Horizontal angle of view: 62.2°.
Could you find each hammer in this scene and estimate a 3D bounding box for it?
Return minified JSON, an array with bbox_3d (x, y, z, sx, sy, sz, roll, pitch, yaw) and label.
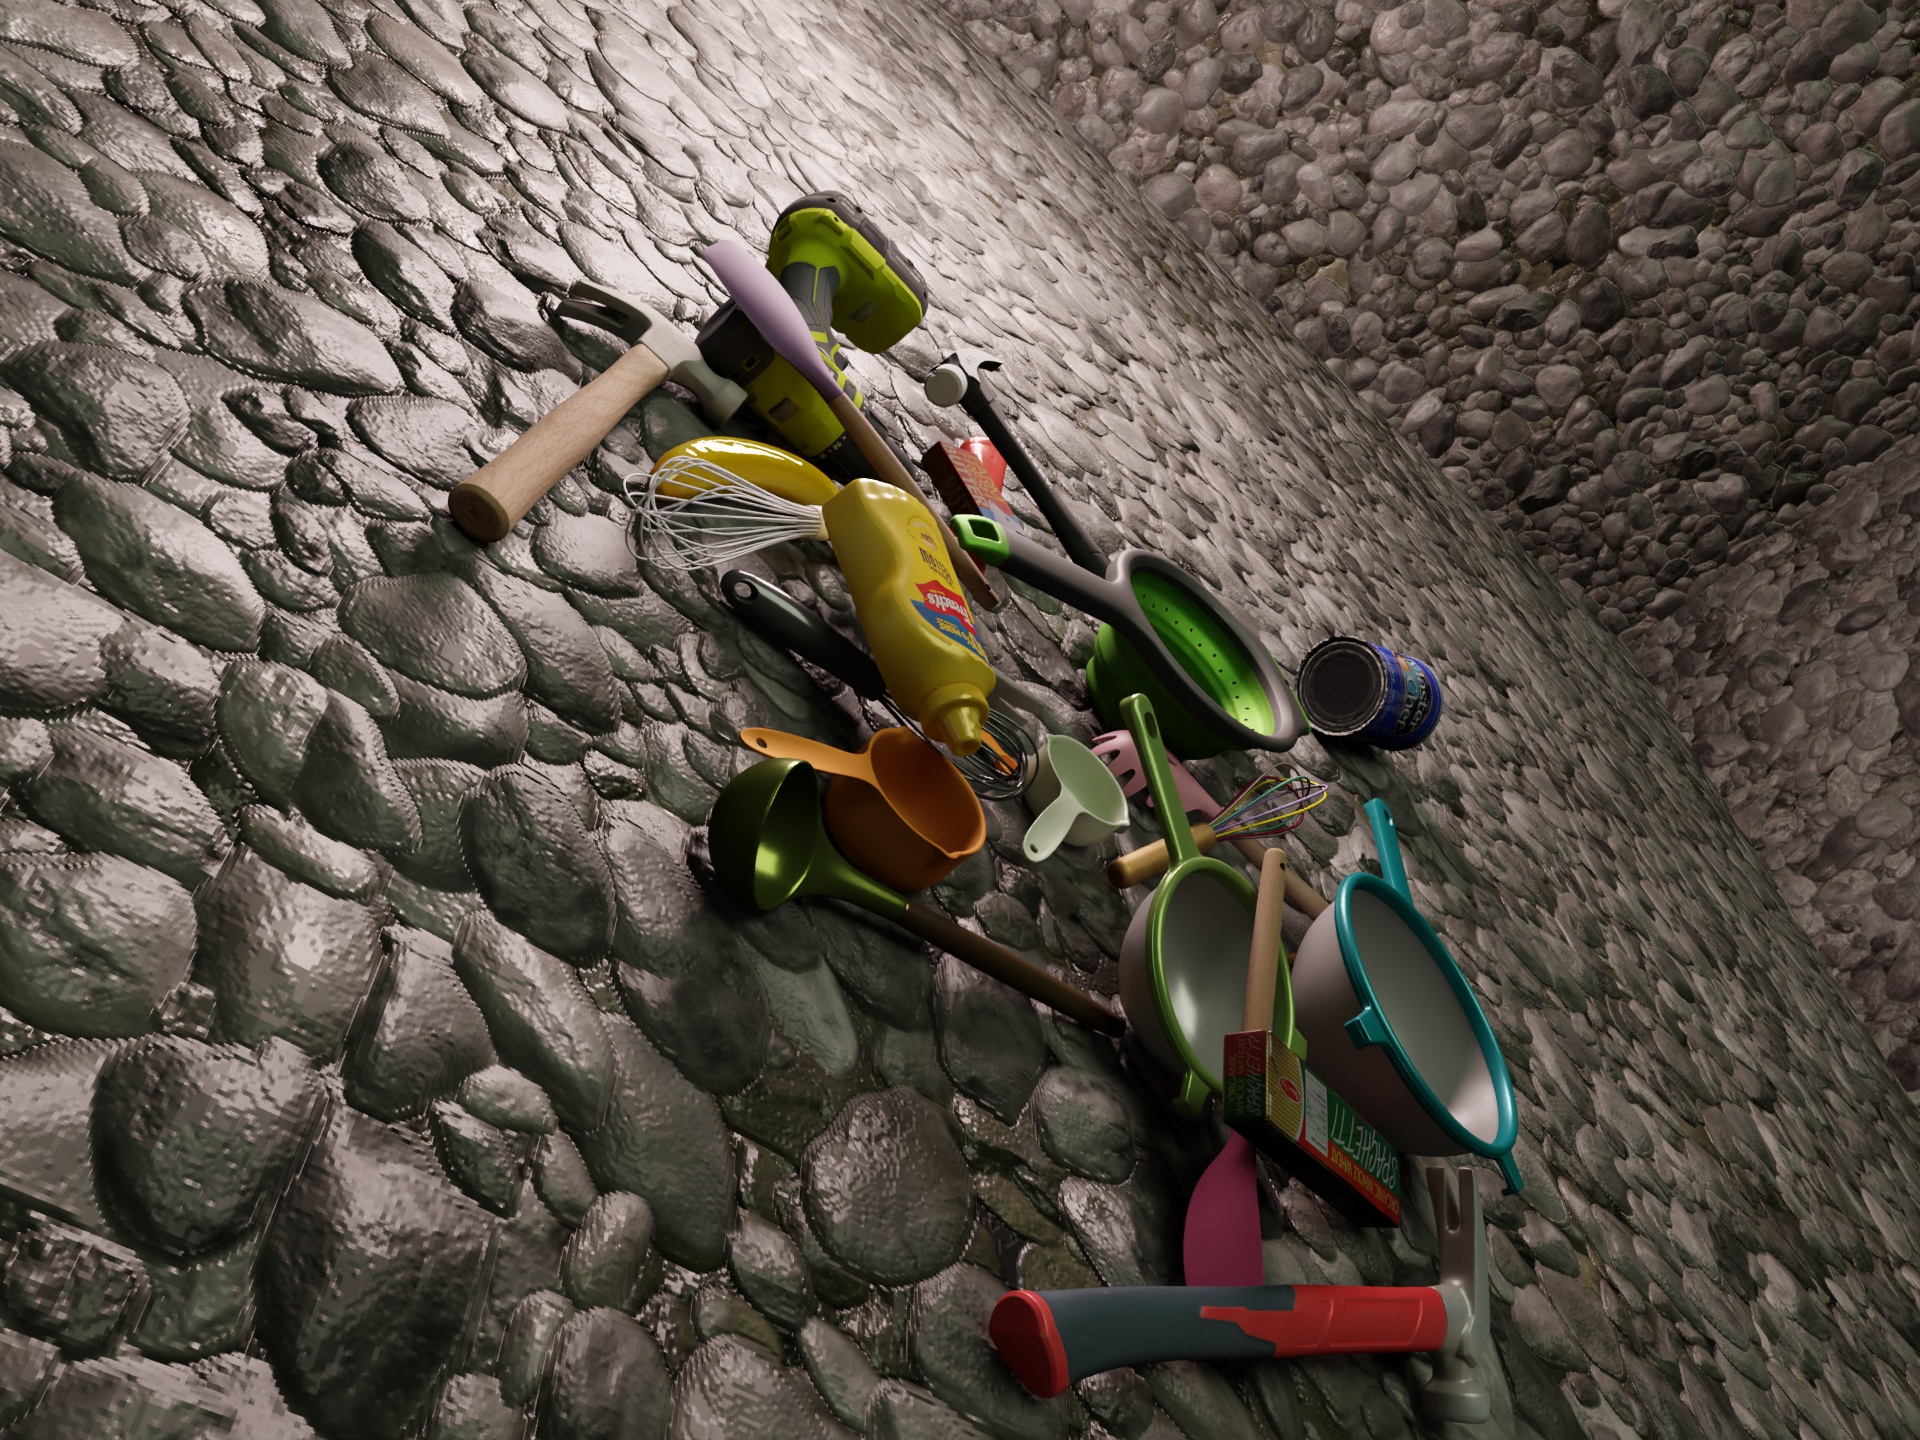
[{"bbox_3d":[0.014,-0.132,1.247,0.149,0.036,0.359,40,28,-16],"label":"hammer"},{"bbox_3d":[-0.227,-0.186,0.964,0.130,0.031,0.331,42,27,-13],"label":"hammer"},{"bbox_3d":[0.165,0.298,0.833,0.386,0.038,0.143,18,68,-40],"label":"hammer"},{"bbox_3d":[0.087,-0.170,1.348,0.334,0.035,0.146,54,22,-11],"label":"hammer"}]

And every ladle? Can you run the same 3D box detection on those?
[{"bbox_3d":[0.226,0.179,1.152,0.315,0.031,0.069,11,45,-53],"label":"ladle"},{"bbox_3d":[-0.007,0.113,0.860,0.319,0.062,0.078,33,66,-34],"label":"ladle"}]

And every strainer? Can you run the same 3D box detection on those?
[{"bbox_3d":[0.125,0.114,0.987,0.151,0.069,0.256,-6,77,-51],"label":"strainer"},{"bbox_3d":[0.297,0.183,1.164,0.210,0.095,0.341,44,27,-22],"label":"strainer"}]

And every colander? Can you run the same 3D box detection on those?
[{"bbox_3d":[0.112,-0.054,1.219,0.396,0.094,0.205,22,36,-42],"label":"colander"}]

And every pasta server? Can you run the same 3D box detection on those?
[{"bbox_3d":[0.226,0.110,1.228,0.316,0.040,0.060,41,27,-13],"label":"pasta server"}]

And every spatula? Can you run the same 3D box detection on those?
[{"bbox_3d":[-0.071,-0.206,1.117,0.316,0.018,0.060,53,36,-8],"label":"spatula"}]

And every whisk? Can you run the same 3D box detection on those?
[{"bbox_3d":[-0.049,-0.024,0.996,0.238,0.055,0.055,34,29,-18],"label":"whisk"},{"bbox_3d":[-0.110,-0.127,1.008,0.070,0.070,0.284,55,27,15],"label":"whisk"},{"bbox_3d":[0.188,0.079,1.162,0.245,0.051,0.047,-18,57,-42],"label":"whisk"}]

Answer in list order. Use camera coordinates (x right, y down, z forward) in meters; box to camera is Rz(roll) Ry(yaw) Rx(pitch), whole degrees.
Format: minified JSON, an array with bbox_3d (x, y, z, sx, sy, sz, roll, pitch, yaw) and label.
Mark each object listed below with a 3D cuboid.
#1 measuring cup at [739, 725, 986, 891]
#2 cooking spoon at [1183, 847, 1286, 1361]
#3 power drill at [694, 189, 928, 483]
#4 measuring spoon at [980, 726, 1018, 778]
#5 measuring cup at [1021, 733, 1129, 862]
[{"bbox_3d":[-0.064,0.043,0.874,0.173,0.052,0.095,19,38,-41],"label":"measuring cup"},{"bbox_3d":[0.169,0.207,0.925,0.068,0.017,0.319,38,47,-27],"label":"cooking spoon"},{"bbox_3d":[-0.095,-0.285,1.218,0.190,0.080,0.229,40,39,-26],"label":"power drill"},{"bbox_3d":[-0.002,-0.003,1.080,0.117,0.011,0.021,49,26,10],"label":"measuring spoon"},{"bbox_3d":[0.060,0.065,1.046,0.083,0.038,0.167,48,28,0],"label":"measuring cup"}]
